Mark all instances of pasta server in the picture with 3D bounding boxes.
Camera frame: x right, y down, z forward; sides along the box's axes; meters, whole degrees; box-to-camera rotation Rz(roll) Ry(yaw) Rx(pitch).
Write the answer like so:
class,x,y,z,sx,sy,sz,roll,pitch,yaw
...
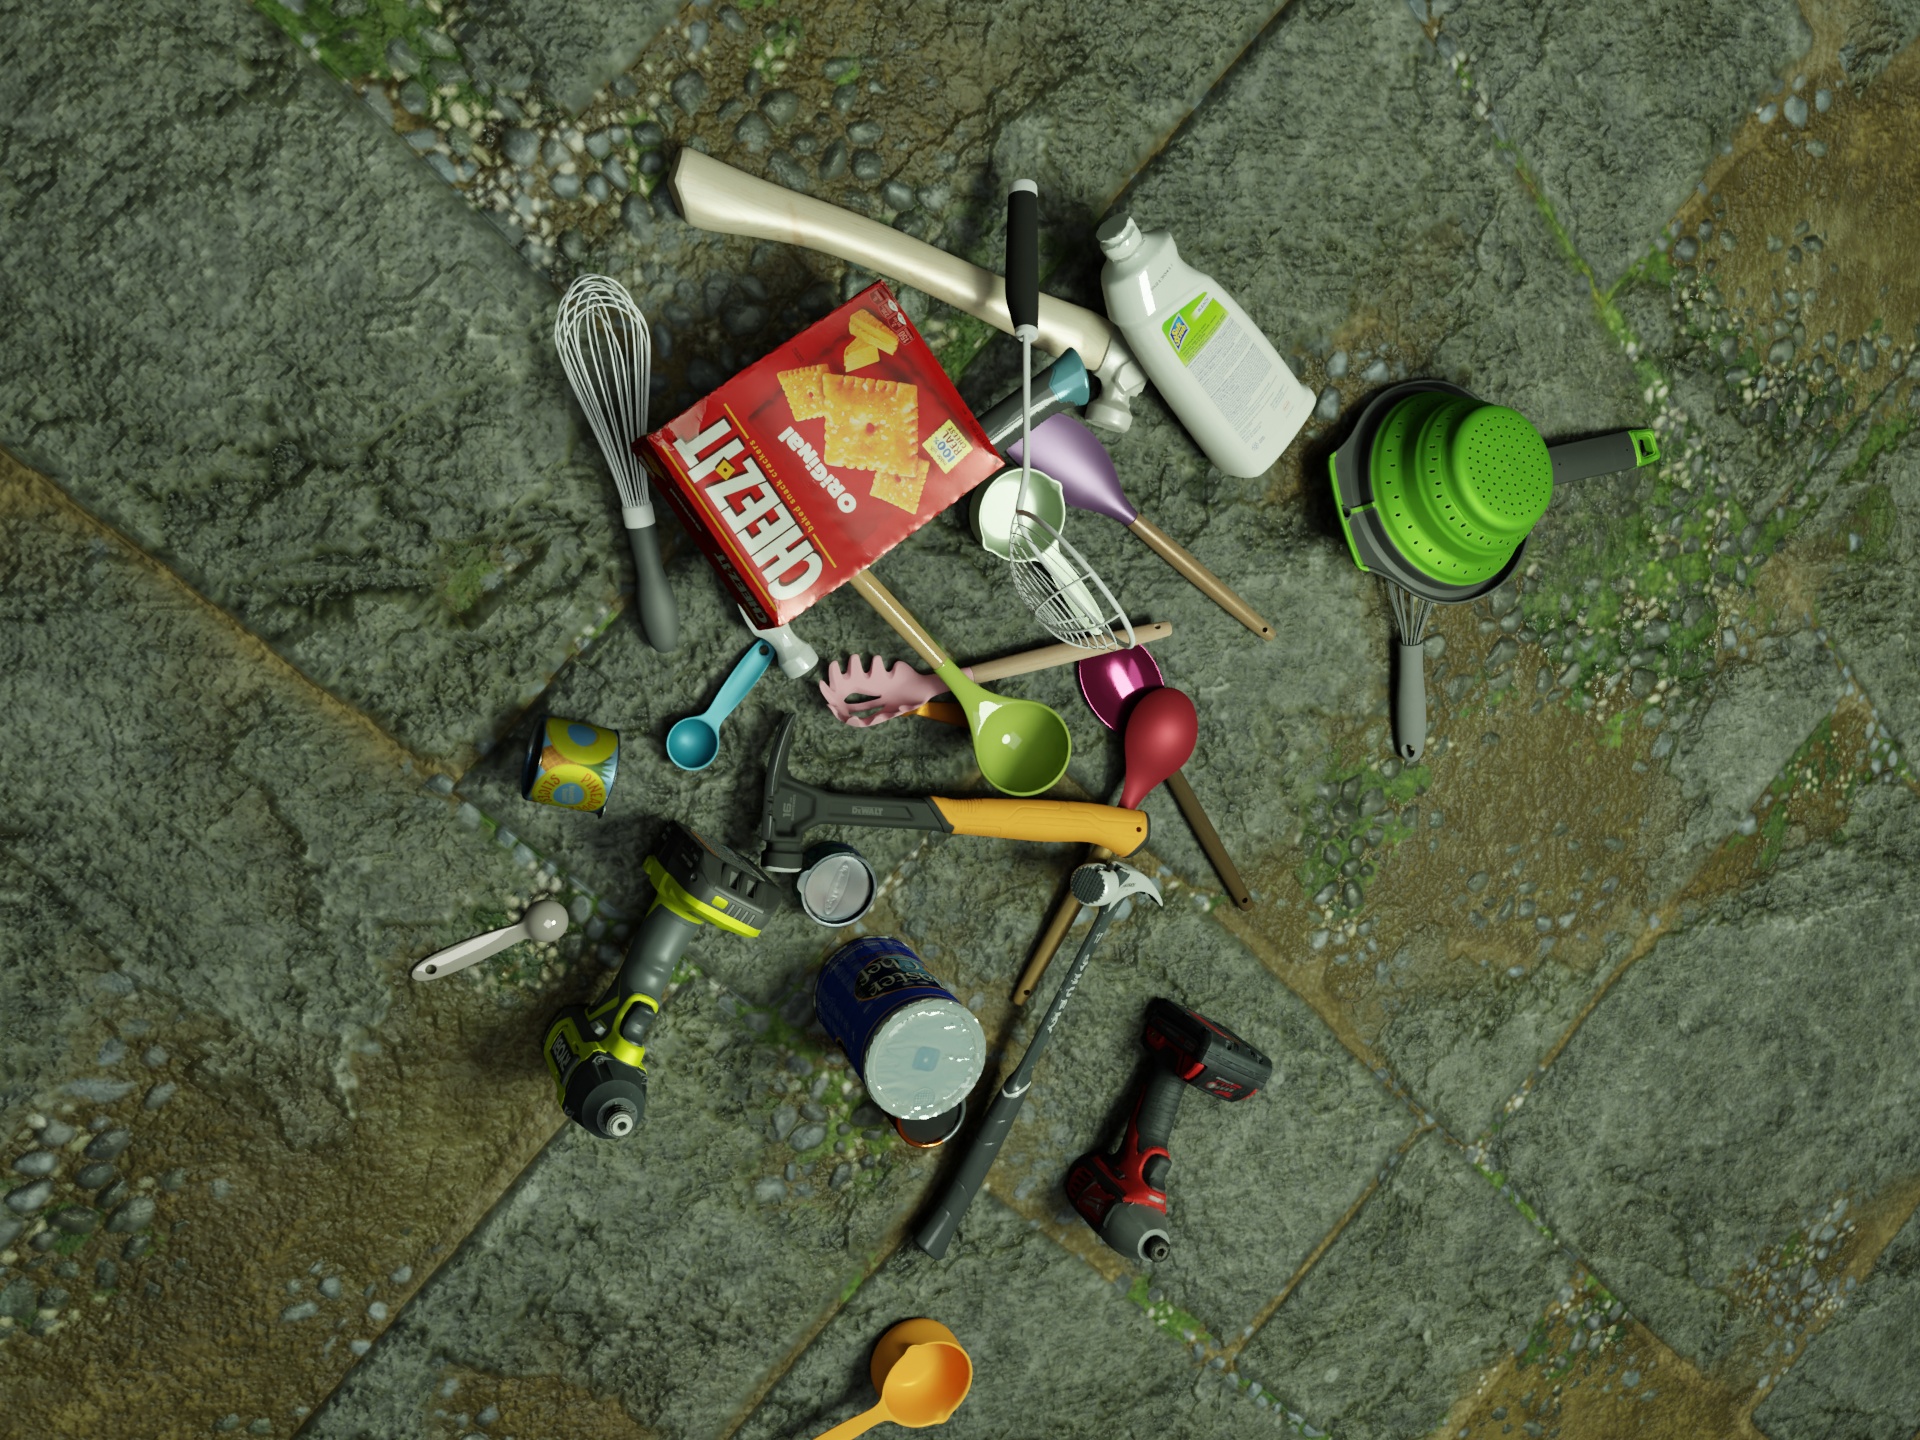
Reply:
class,x,y,z,sx,sy,sz,roll,pitch,yaw
pasta server,0.035,-0.047,1.317,0.316,0.040,0.060,-14,64,-18

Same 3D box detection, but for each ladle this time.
class,x,y,z,sx,sy,sz,roll,pitch,yaw
ladle,0.123,0.116,1.402,0.069,0.031,0.315,24,100,-19
ladle,-0.029,-0.061,1.230,0.078,0.062,0.320,-46,112,-6

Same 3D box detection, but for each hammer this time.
class,x,y,z,sx,sy,sz,roll,pitch,yaw
hammer,0.003,0.071,1.315,0.336,0.034,0.127,6,87,-20
hammer,-0.036,-0.178,1.238,0.331,0.033,0.128,-36,109,-2
hammer,0.060,0.305,1.410,0.149,0.036,0.409,8,111,-60
hammer,-0.021,-0.354,1.218,0.410,0.038,0.146,15,96,-25

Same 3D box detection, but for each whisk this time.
class,x,y,z,sx,sy,sz,roll,pitch,yaw
whisk,-0.241,-0.182,1.164,0.070,0.070,0.284,-15,114,-18
whisk,0.421,-0.071,1.475,0.055,0.055,0.238,-14,113,-19

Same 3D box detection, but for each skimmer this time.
class,x,y,z,sx,sy,sz,roll,pitch,yaw
skimmer,0.079,-0.230,1.178,0.090,0.127,0.363,-1,80,4

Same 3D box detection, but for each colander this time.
class,x,y,z,sx,sy,sz,roll,pitch,yaw
colander,0.513,-0.227,1.418,0.397,0.094,0.204,-15,88,-26

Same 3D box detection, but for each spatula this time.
class,x,y,z,sx,sy,sz,roll,pitch,yaw
spatula,0.165,-0.160,1.358,0.315,0.018,0.060,36,95,-26

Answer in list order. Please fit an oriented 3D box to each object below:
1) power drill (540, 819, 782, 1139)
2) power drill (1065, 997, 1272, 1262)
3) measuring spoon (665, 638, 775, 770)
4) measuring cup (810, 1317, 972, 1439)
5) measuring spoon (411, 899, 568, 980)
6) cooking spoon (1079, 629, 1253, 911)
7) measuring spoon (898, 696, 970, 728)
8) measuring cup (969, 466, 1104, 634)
class,x,y,z,sx,sy,sz,roll,pitch,yaw
power drill,-0.232,0.200,1.209,0.080,0.171,0.223,31,88,-26
power drill,0.185,0.378,1.446,0.078,0.143,0.219,28,90,-24
measuring spoon,-0.187,-0.017,1.255,0.042,0.021,0.128,41,77,-22
measuring cup,-0.076,0.612,1.451,0.173,0.052,0.095,-26,112,-12
measuring spoon,-0.363,0.175,1.229,0.124,0.018,0.034,-22,112,-15
cooking spoon,0.193,0.053,1.428,0.069,0.017,0.318,-35,114,-6
measuring spoon,-0.002,-0.004,1.334,0.116,0.011,0.021,10,100,-25
measuring cup,0.068,-0.137,1.314,0.083,0.038,0.167,-41,117,-8
